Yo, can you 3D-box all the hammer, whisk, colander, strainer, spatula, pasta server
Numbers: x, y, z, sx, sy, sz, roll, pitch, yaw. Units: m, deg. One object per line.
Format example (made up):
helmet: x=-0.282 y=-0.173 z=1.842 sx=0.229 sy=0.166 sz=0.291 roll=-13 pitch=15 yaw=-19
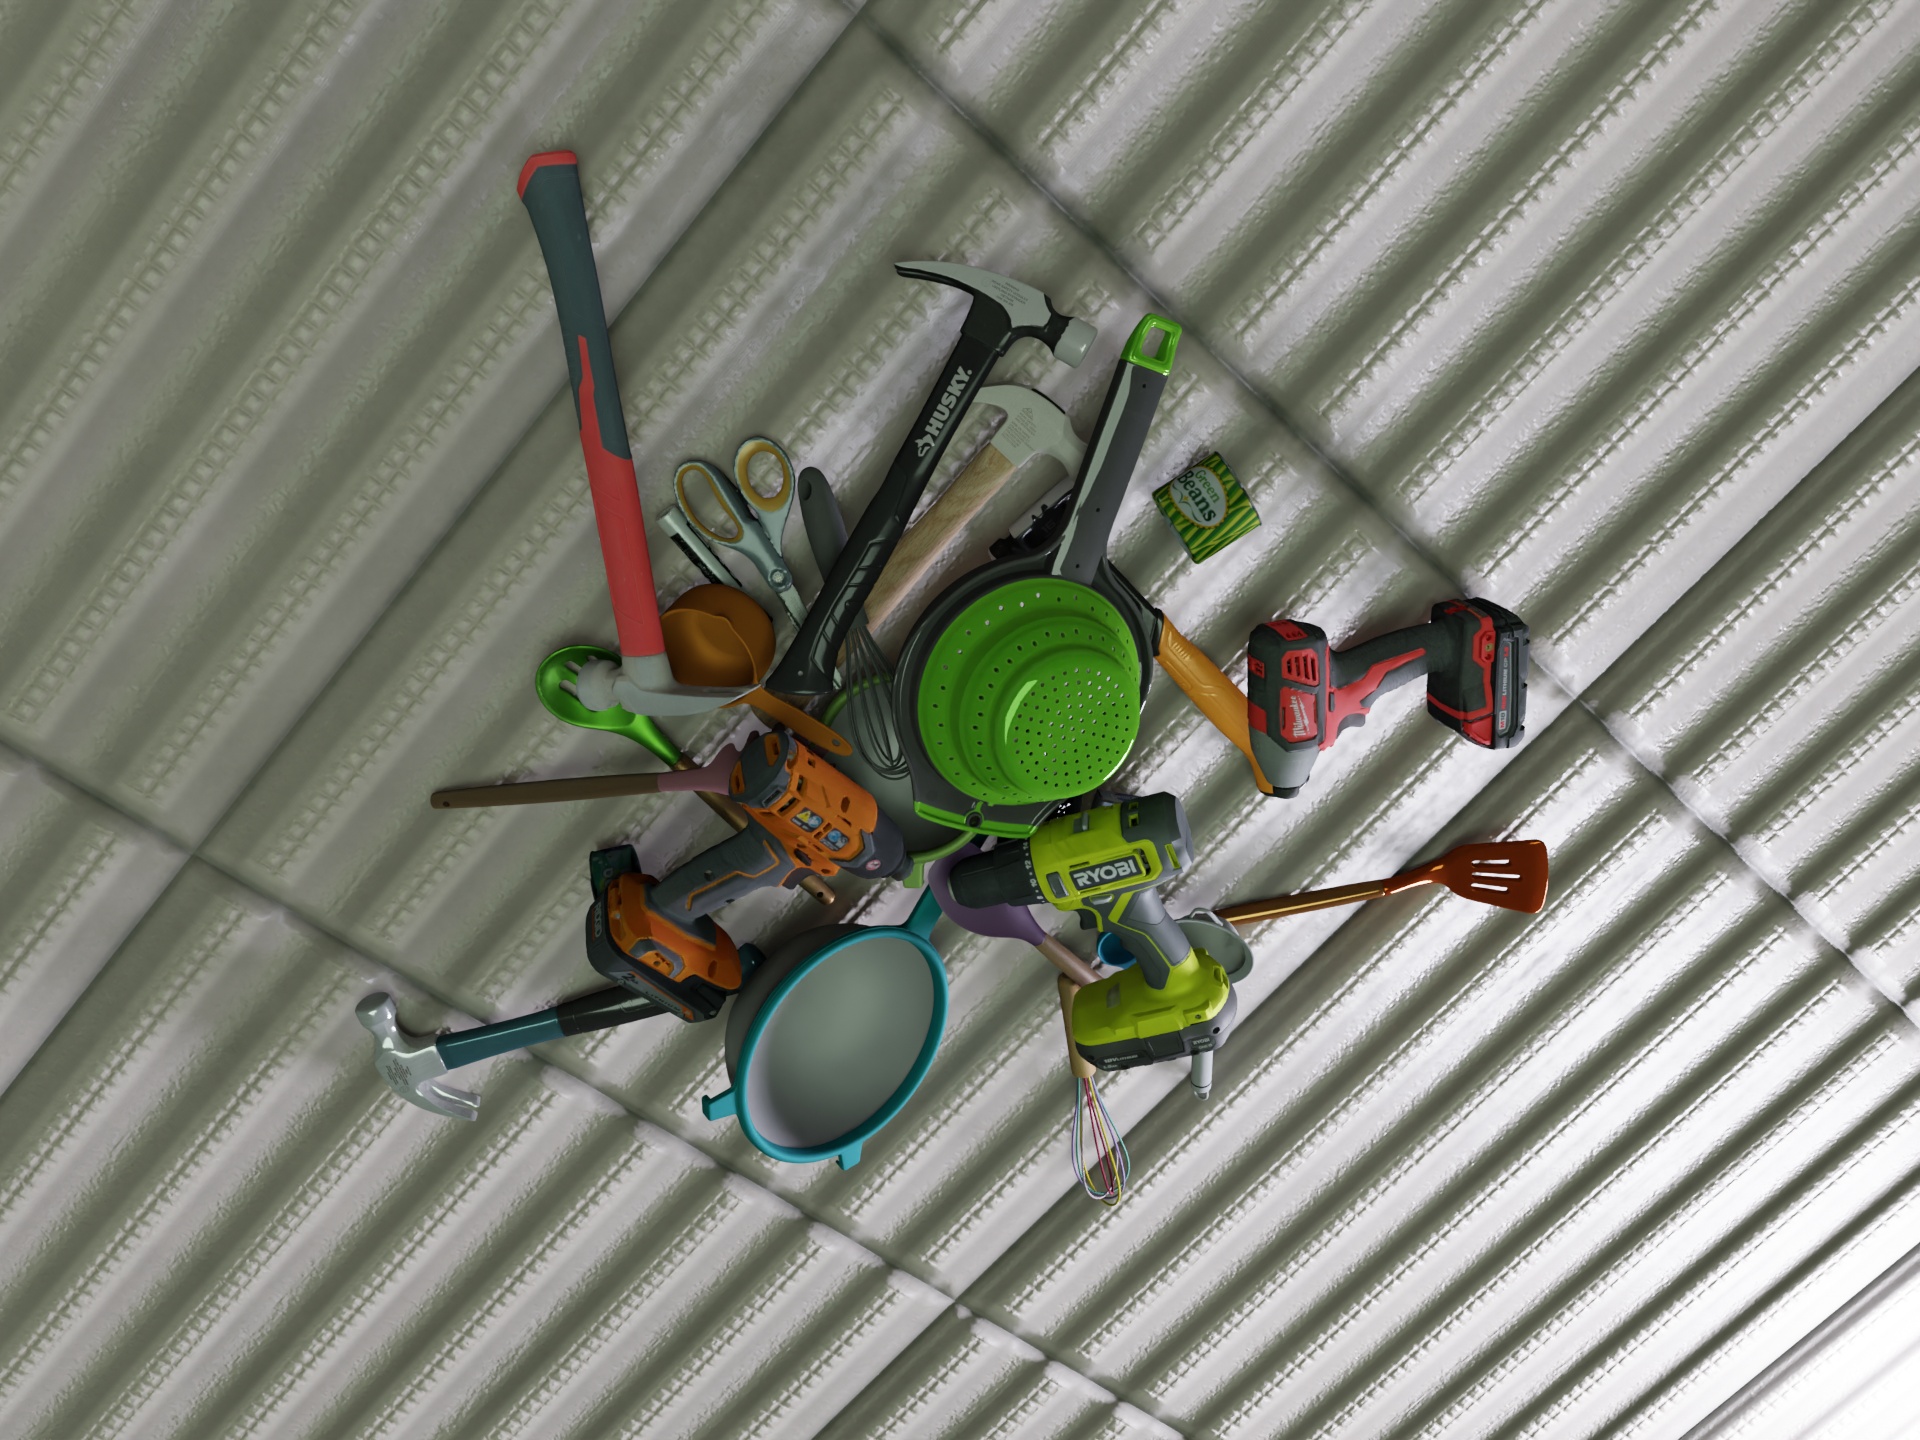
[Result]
hammer: x=-0.045 y=-0.117 z=1.192 sx=0.130 sy=0.031 sz=0.331 roll=42 pitch=107 yaw=-5
whisk: x=0.117 y=0.333 z=1.422 sx=0.051 sy=0.047 sz=0.244 roll=-11 pitch=112 yaw=-2
colander: x=0.087 y=-0.085 z=1.114 sx=0.204 sy=0.095 sz=0.397 roll=13 pitch=105 yaw=-26
strainer: x=-0.084 y=0.193 z=1.308 sx=0.210 sy=0.095 sz=0.340 roll=38 pitch=81 yaw=-47
spatula: x=0.344 y=0.154 z=1.377 sx=0.322 sy=0.041 sz=0.081 roll=-11 pitch=122 yaw=-3
hammer: x=-0.047 y=-0.165 z=1.125 sx=0.146 sy=0.035 sz=0.335 roll=29 pitch=95 yaw=1
pasta server: x=-0.254 y=0.046 z=1.221 sx=0.316 sy=0.040 sz=0.060 roll=-5 pitch=113 yaw=9
hammer: x=-0.233 y=-0.191 z=1.097 sx=0.143 sy=0.038 sz=0.386 roll=1 pitch=108 yaw=27
spatula: x=0.081 y=0.199 z=1.344 sx=0.315 sy=0.018 sz=0.060 roll=41 pitch=78 yaw=-32
strainer: x=-0.002 y=-0.004 z=1.231 sx=0.151 sy=0.069 sz=0.256 roll=46 pitch=105 yaw=3
whisk: x=-0.077 y=-0.071 z=1.169 sx=0.055 sy=0.055 sz=0.239 roll=-17 pitch=97 yaw=-1
hammer: x=0.176 y=-0.060 z=1.261 sx=0.127 sy=0.034 sz=0.336 roll=-41 pitch=113 yaw=11
strainer: x=0.212 y=0.243 z=1.386 sx=0.087 sy=0.050 sz=0.258 roll=10 pitch=129 yaw=19
hammer: x=-0.319 y=0.245 z=1.322 sx=0.331 sy=0.033 sz=0.128 roll=-15 pitch=114 yaw=-2

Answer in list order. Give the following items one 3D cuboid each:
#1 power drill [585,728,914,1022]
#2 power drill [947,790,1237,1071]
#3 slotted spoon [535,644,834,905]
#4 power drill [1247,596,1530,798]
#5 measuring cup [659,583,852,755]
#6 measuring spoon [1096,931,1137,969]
power drill: x=-0.152 y=0.125 z=1.193 sx=0.226 sy=0.084 sz=0.164 roll=-42 pitch=124 yaw=16
power drill: x=0.111 y=0.170 z=1.269 sx=0.190 sy=0.080 sz=0.228 roll=-16 pitch=121 yaw=16
slotted spoon: x=-0.208 y=0.048 z=1.256 sx=0.070 sy=0.031 sz=0.313 roll=-40 pitch=115 yaw=10
power drill: x=0.332 y=-0.018 z=1.262 sx=0.219 sy=0.079 sz=0.143 roll=-9 pitch=112 yaw=-12
measuring cup: x=-0.146 y=-0.036 z=1.188 sx=0.173 sy=0.052 sz=0.095 roll=33 pitch=132 yaw=-5
measuring spoon: x=0.154 y=0.220 z=1.395 sx=0.042 sy=0.021 sz=0.128 roll=-30 pitch=124 yaw=3
